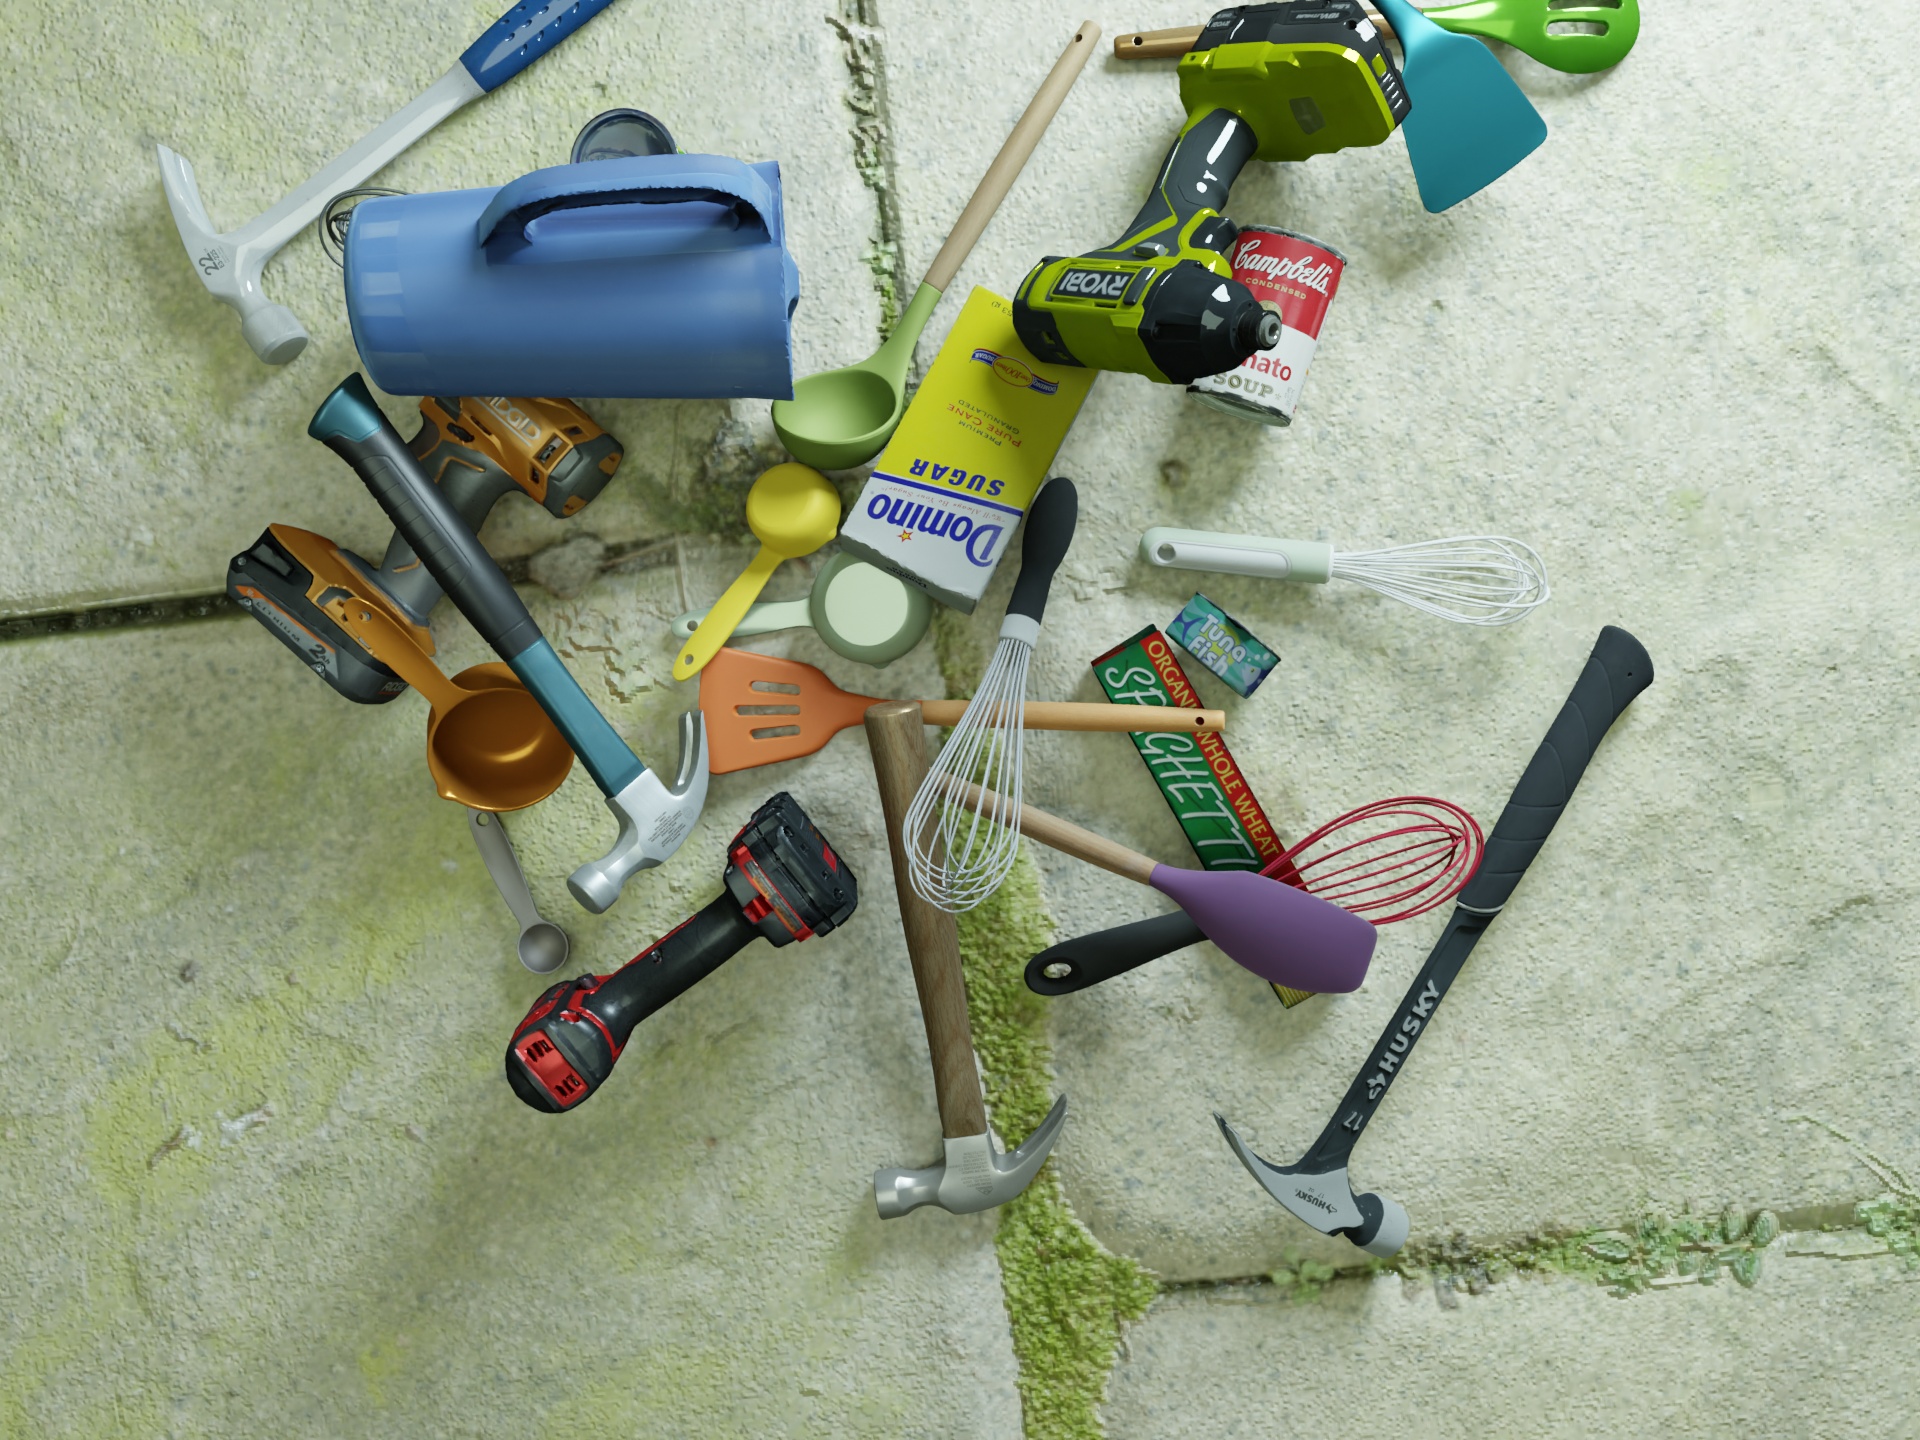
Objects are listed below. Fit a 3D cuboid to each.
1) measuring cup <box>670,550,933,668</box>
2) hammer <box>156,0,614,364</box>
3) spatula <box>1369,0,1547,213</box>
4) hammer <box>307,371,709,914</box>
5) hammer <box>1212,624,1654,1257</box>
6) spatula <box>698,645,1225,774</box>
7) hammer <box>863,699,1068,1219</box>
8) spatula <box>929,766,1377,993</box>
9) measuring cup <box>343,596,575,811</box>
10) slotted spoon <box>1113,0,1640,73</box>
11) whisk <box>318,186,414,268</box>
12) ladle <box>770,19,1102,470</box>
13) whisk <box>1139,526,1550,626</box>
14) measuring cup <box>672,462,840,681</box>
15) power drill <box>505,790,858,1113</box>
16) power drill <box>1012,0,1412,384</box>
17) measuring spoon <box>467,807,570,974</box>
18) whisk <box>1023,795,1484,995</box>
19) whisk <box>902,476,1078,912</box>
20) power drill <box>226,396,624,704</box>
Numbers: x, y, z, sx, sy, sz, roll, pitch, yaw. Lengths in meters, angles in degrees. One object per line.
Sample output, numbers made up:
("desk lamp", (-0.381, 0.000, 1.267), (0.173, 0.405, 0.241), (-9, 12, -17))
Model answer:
("measuring cup", (-0.101, -0.067, 0.990), (0.167, 0.038, 0.083), (-7, 94, 2))
("hammer", (-0.314, -0.397, 0.983), (0.405, 0.035, 0.144), (-35, 91, 5))
("spatula", (0.222, -0.447, 0.934), (0.082, 0.044, 0.318), (-34, 79, 6))
("hammer", (-0.265, -0.052, 0.931), (0.128, 0.033, 0.330), (-43, 109, -30))
("hammer", (0.302, 0.126, 0.968), (0.149, 0.036, 0.409), (29, 92, -19))
("spatula", (-0.002, -0.003, 0.976), (0.322, 0.041, 0.081), (2, 94, 12))
("hammer", (-0.013, 0.150, 0.984), (0.130, 0.031, 0.331), (-9, 102, 1))
("spatula", (0.091, 0.084, 0.945), (0.316, 0.018, 0.059), (23, 111, 23))
("measuring cup", (-0.308, -0.021, 0.966), (0.095, 0.052, 0.173), (-36, 122, 3))
("slotted spoon", (0.249, -0.414, 0.952), (0.314, 0.031, 0.070), (-2, 89, 5))
("whisk", (-0.264, -0.281, 0.967), (0.239, 0.055, 0.055), (6, 95, -11))
("ladle", (-0.009, -0.290, 0.963), (0.078, 0.062, 0.320), (33, 92, 30))
("whisk", (0.232, -0.093, 0.967), (0.246, 0.059, 0.057), (7, 122, 7))
("measuring cup", (-0.133, -0.092, 0.976), (0.062, 0.029, 0.156), (33, 84, 26))
("power drill", (-0.171, 0.142, 0.966), (0.219, 0.143, 0.078), (-38, 95, -1))
("power drill", (0.147, -0.288, 0.885), (0.080, 0.171, 0.223), (42, 76, -42))
("measuring spoon", (-0.287, 0.106, 1.029), (0.034, 0.018, 0.124), (-27, 85, 5))
("whisk", (0.167, 0.114, 0.949), (0.296, 0.073, 0.073), (-22, 93, 24))
("whisk", (0.025, -0.023, 0.936), (0.070, 0.070, 0.285), (16, 69, 2))
("power drill", (-0.347, -0.146, 0.982), (0.185, 0.084, 0.226), (42, 91, 0))
